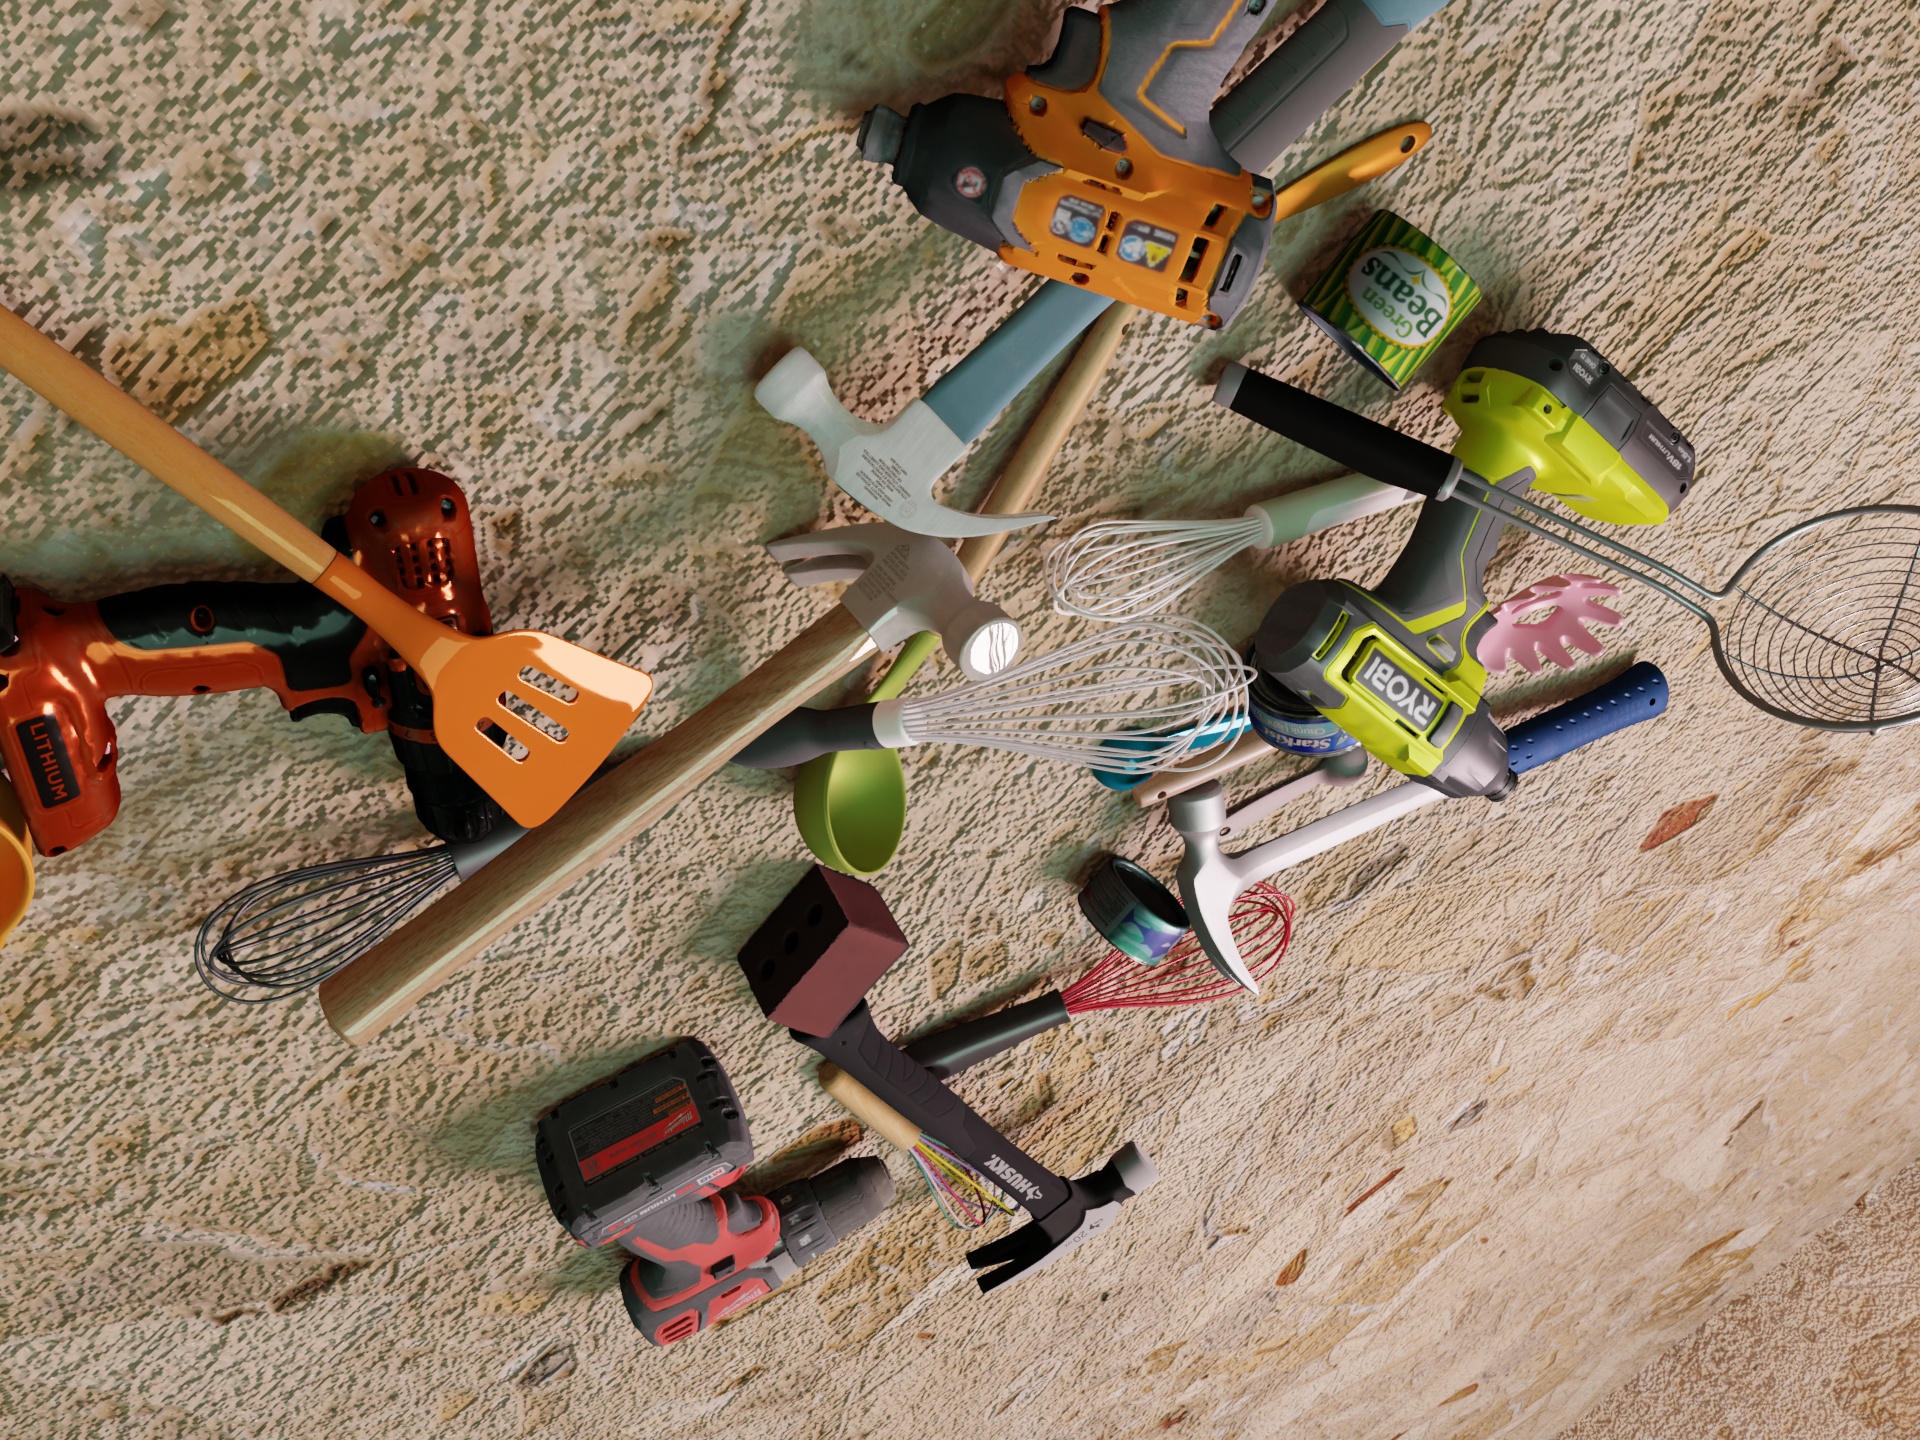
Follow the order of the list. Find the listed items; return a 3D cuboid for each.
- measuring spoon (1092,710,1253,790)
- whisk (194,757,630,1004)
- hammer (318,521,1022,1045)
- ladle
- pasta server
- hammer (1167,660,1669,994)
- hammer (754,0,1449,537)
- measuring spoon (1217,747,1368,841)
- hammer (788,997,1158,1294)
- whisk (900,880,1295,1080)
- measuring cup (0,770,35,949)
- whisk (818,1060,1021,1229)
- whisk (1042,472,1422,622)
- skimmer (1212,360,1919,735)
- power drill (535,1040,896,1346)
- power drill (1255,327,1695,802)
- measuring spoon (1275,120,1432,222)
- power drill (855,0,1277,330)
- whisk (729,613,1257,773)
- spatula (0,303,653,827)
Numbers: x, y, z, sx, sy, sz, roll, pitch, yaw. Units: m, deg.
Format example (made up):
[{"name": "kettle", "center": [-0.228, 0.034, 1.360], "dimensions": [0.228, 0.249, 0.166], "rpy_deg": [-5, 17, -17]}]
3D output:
[{"name": "measuring spoon", "center": [0.140, 0.016, 0.949], "dimensions": [0.128, 0.021, 0.042], "rpy_deg": [-14, 134, -19]}, {"name": "whisk", "center": [-0.236, 0.067, 0.748], "dimensions": [0.239, 0.055, 0.055], "rpy_deg": [-23, 136, -18]}, {"name": "hammer", "center": [-0.136, 0.025, 0.694], "dimensions": [0.331, 0.130, 0.031], "rpy_deg": [-37, 137, -5]}, {"name": "ladle", "center": [0.008, -0.060, 0.778], "dimensions": [0.320, 0.062, 0.078], "rpy_deg": [-58, 158, 19]}, {"name": "pasta server", "center": [0.247, -0.014, 0.940], "dimensions": [0.316, 0.040, 0.060], "rpy_deg": [-24, 124, -9]}, {"name": "hammer", "center": [0.311, 0.047, 1.039], "dimensions": [0.405, 0.035, 0.144], "rpy_deg": [-20, 111, -24]}, {"name": "hammer", "center": [0.074, -0.207, 0.677], "dimensions": [0.331, 0.033, 0.128], "rpy_deg": [-43, 102, 2]}, {"name": "measuring spoon", "center": [0.213, 0.052, 1.029], "dimensions": [0.124, 0.018, 0.034], "rpy_deg": [-28, 137, -8]}, {"name": "hammer", "center": [-0.003, 0.268, 1.026], "dimensions": [0.146, 0.035, 0.334], "rpy_deg": [-39, 130, 4]}, {"name": "whisk", "center": [0.085, 0.179, 1.040], "dimensions": [0.296, 0.073, 0.073], "rpy_deg": [-22, 136, -5]}, {"name": "measuring cup", "center": [-0.447, 0.071, 0.617], "dimensions": [0.173, 0.052, 0.095], "rpy_deg": [-31, 137, -2]}, {"name": "whisk", "center": [-0.029, 0.290, 1.080], "dimensions": [0.051, 0.047, 0.244], "rpy_deg": [-36, 133, 4]}, {"name": "whisk", "center": [0.151, -0.099, 0.837], "dimensions": [0.246, 0.059, 0.057], "rpy_deg": [-19, 147, -23]}, {"name": "skimmer", "center": [0.293, -0.102, 0.737], "dimensions": [0.127, 0.363, 0.090], "rpy_deg": [-62, 173, -21]}, {"name": "power drill", "center": [-0.144, 0.292, 0.984], "dimensions": [0.188, 0.080, 0.226], "rpy_deg": [-26, 139, -9]}, {"name": "power drill", "center": [0.279, -0.076, 0.843], "dimensions": [0.171, 0.080, 0.223], "rpy_deg": [34, 88, -21]}, {"name": "measuring spoon", "center": [0.172, -0.249, 0.741], "dimensions": [0.117, 0.011, 0.021], "rpy_deg": [-29, 137, -6]}, {"name": "power drill", "center": [0.063, -0.272, 0.582], "dimensions": [0.164, 0.084, 0.226], "rpy_deg": [15, 120, -9]}, {"name": "whisk", "center": [-0.002, -0.002, 0.718], "dimensions": [0.284, 0.070, 0.070], "rpy_deg": [-7, 149, 33]}, {"name": "spatula", "center": [-0.251, -0.071, 0.572], "dimensions": [0.322, 0.041, 0.081], "rpy_deg": [40, 87, -27]}]
